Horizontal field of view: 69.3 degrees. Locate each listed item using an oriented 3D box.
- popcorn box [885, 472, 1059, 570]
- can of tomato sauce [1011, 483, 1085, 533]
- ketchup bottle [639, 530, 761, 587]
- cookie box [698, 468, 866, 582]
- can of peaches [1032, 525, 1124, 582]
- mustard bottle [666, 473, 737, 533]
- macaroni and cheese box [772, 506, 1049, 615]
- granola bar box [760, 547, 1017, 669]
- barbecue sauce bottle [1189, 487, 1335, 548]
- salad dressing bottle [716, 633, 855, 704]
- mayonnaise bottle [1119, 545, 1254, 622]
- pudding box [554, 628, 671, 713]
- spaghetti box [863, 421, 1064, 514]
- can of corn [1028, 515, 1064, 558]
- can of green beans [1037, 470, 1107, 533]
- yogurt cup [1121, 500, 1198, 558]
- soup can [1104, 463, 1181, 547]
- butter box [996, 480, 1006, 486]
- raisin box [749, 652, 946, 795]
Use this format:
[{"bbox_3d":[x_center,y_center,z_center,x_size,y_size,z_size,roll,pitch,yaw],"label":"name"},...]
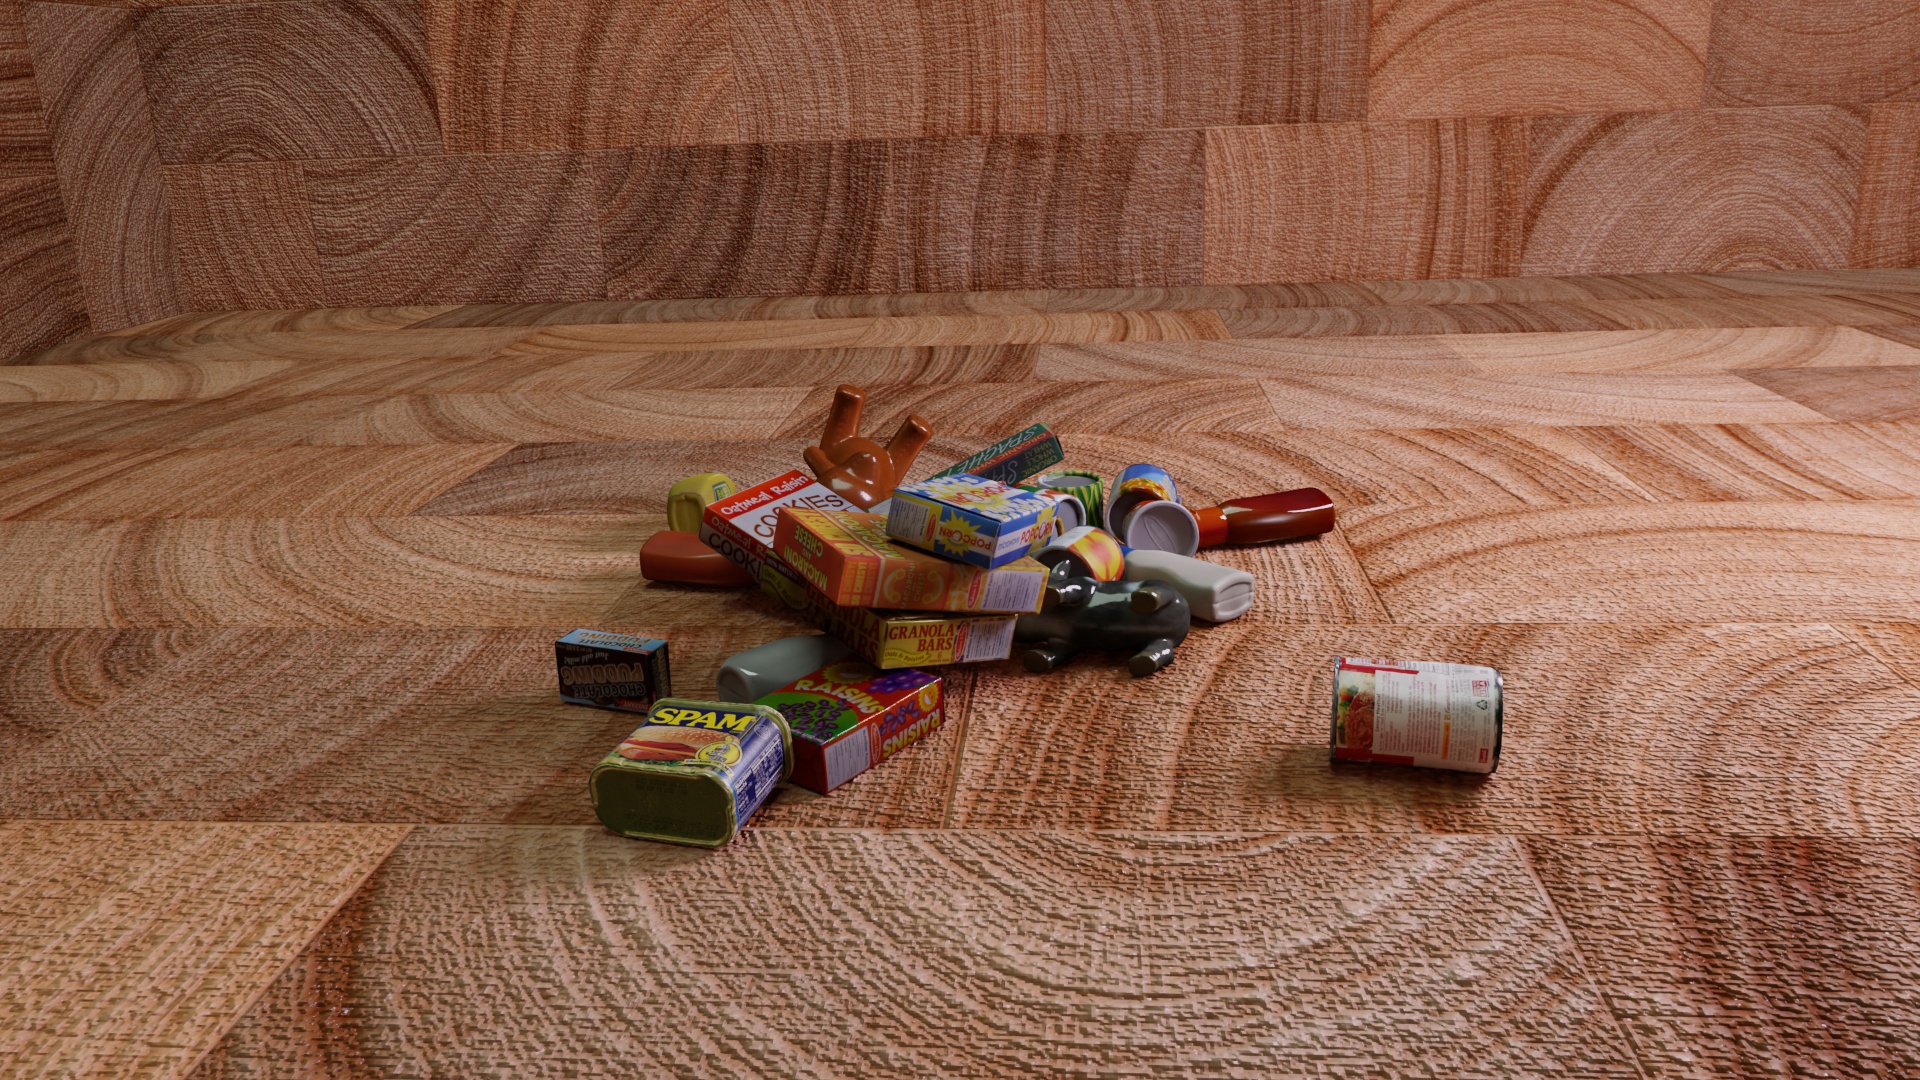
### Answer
[{"bbox_3d":[0.011,-0.016,1.021,0.085,0.038,0.127,17,14,20],"label":"popcorn box"},{"bbox_3d":[0.066,-0.018,1.322,0.083,0.071,0.071,15,24,41],"label":"can of tomato sauce"},{"bbox_3d":[-0.216,0.019,1.277,0.149,0.043,0.065,4,20,19],"label":"ketchup bottle"},{"bbox_3d":[-0.127,0.007,1.220,0.168,0.040,0.123,31,33,22],"label":"cookie box"},{"bbox_3d":[0.099,0.028,1.178,0.071,0.071,0.058,8,20,29],"label":"can of peaches"},{"bbox_3d":[-0.262,-0.041,1.439,0.049,0.065,0.161,-5,14,6],"label":"mustard bottle"},{"bbox_3d":[-0.038,0.015,1.021,0.167,0.040,0.124,4,16,-31],"label":"macaroni and cheese box"},{"bbox_3d":[-0.056,0.046,1.054,0.124,0.039,0.166,0,18,-40],"label":"granola bar box"},{"bbox_3d":[0.282,-0.020,1.337,0.149,0.043,0.065,-9,19,-17],"label":"barbecue sauce bottle"},{"bbox_3d":[-0.111,0.093,1.038,0.064,0.043,0.148,23,27,39],"label":"salad dressing bottle"},{"bbox_3d":[0.176,0.033,1.193,0.065,0.041,0.148,-13,19,-40],"label":"mayonnaise bottle"},{"bbox_3d":[-0.257,0.097,1.031,0.084,0.049,0.030,6,18,21],"label":"pudding box"},{"bbox_3d":[-0.020,-0.041,1.314,0.250,0.028,0.050,-27,23,-4],"label":"spaghetti box"},{"bbox_3d":[0.058,0.007,1.245,0.058,0.071,0.071,5,19,19],"label":"can of corn"},{"bbox_3d":[0.109,-0.034,1.376,0.071,0.057,0.071,-2,18,1],"label":"can of green beans"},{"bbox_3d":[0.180,-0.006,1.278,0.072,0.072,0.054,-4,10,-5],"label":"yogurt cup"},{"bbox_3d":[0.178,-0.032,1.352,0.071,0.071,0.084,1,19,11],"label":"soup can"},{"bbox_3d":[0.005,-0.016,1.289,0.053,0.024,0.103,-16,-21,-33],"label":"butter box"},{"bbox_3d":[-0.081,0.122,0.950,0.086,0.040,0.124,11,23,37],"label":"raisin box"}]
